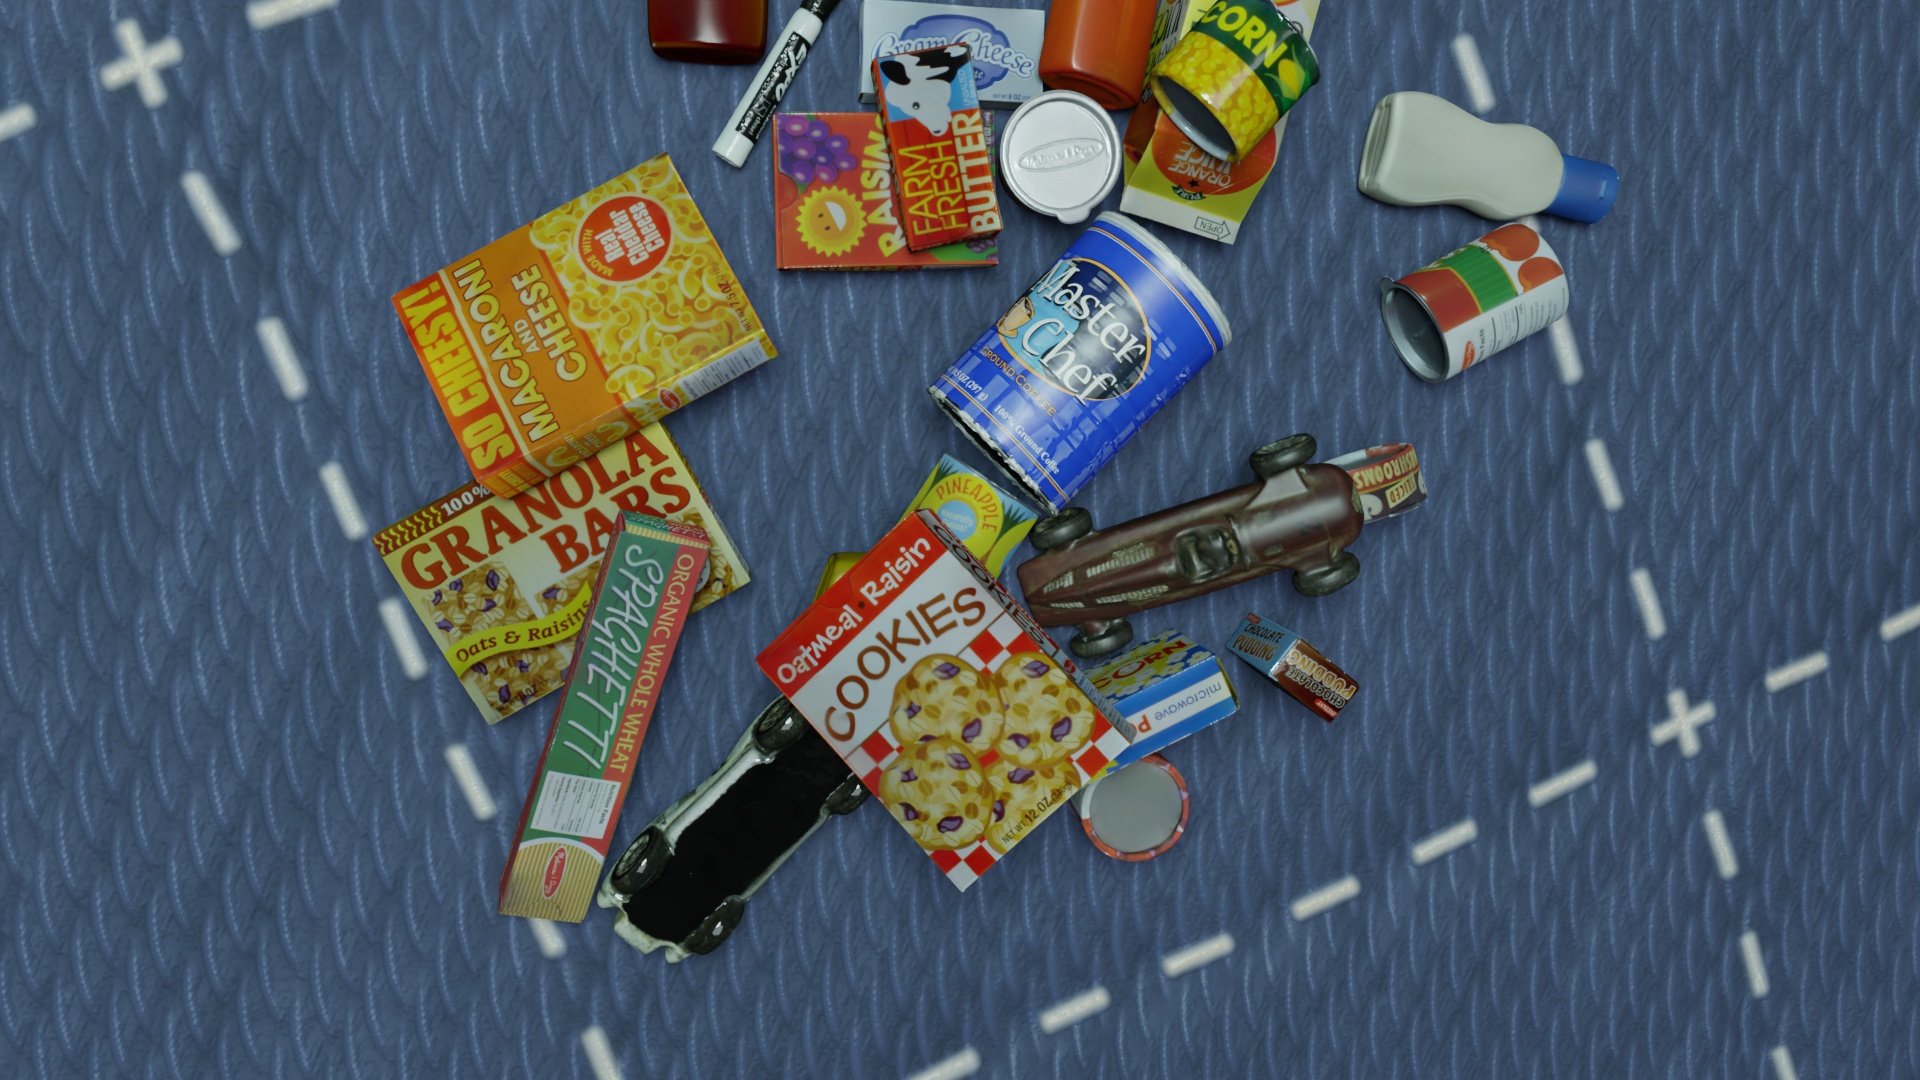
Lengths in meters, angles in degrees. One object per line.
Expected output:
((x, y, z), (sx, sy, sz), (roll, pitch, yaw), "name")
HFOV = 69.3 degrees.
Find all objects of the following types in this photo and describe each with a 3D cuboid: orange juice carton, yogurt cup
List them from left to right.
((0.052, -0.215, 0.783), (0.072, 0.054, 0.072), (-1, 97, -8), "yogurt cup")
((0.147, -0.270, 0.780), (0.072, 0.073, 0.192), (14, 95, -9), "orange juice carton")

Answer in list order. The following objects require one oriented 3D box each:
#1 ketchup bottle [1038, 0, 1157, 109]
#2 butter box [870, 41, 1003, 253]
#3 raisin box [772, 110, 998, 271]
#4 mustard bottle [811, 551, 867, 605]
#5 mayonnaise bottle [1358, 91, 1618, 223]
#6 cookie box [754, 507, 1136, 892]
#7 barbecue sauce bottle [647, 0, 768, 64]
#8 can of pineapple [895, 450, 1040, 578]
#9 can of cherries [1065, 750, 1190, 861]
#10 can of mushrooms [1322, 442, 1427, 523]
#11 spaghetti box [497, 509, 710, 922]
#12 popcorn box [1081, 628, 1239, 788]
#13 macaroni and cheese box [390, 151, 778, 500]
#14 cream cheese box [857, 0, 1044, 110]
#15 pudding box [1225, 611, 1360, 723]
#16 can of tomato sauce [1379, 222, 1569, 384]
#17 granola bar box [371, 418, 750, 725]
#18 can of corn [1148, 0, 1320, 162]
((0.086, -0.322, 0.776), (0.065, 0.043, 0.148), (11, 90, -43), "ketchup bottle")
((-0.013, -0.211, 0.749), (0.053, 0.024, 0.103), (-12, 98, -8), "butter box")
((-0.043, -0.195, 0.780), (0.123, 0.040, 0.086), (-2, 98, -7), "raisin box")
((-0.007, 0.055, 0.810), (0.160, 0.049, 0.065), (18, 96, -9), "mustard bottle")
((0.315, -0.221, 0.827), (0.148, 0.041, 0.064), (10, 97, -10), "mayonnaise bottle")
((-0.009, 0.083, 0.745), (0.123, 0.040, 0.167), (-43, 85, 10), "cookie box")
((-0.136, -0.337, 0.748), (0.065, 0.044, 0.148), (0, 96, -7), "barbecue sauce bottle")
((0.003, -0.010, 0.793), (0.071, 0.071, 0.058), (33, 92, -10), "can of pineapple")
((0.101, 0.152, 0.832), (0.071, 0.058, 0.071), (-1, 97, -7), "can of cherries")
((0.241, -0.033, 0.823), (0.071, 0.071, 0.033), (-18, 98, -5), "can of mushrooms")
((-0.199, 0.101, 0.768), (0.050, 0.029, 0.249), (15, 108, -23), "spaghetti box")
((0.089, 0.100, 0.810), (0.127, 0.085, 0.038), (-25, 100, -4), "popcorn box")
((-0.201, -0.115, 0.745), (0.166, 0.040, 0.124), (-29, 74, -3), "macaroni and cheese box")
((-0.005, -0.274, 0.784), (0.104, 0.024, 0.053), (0, 96, -8), "cream cheese box")
((0.195, 0.073, 0.822), (0.049, 0.084, 0.030), (38, 91, -11), "pudding box")
((0.302, -0.142, 0.822), (0.083, 0.071, 0.071), (-27, 100, -4), "can of tomato sauce")
((-0.220, 0.008, 0.780), (0.166, 0.039, 0.124), (-29, 101, -3), "granola bar box")
((0.139, -0.238, 0.710), (0.071, 0.071, 0.058), (43, 92, -11), "can of corn")
